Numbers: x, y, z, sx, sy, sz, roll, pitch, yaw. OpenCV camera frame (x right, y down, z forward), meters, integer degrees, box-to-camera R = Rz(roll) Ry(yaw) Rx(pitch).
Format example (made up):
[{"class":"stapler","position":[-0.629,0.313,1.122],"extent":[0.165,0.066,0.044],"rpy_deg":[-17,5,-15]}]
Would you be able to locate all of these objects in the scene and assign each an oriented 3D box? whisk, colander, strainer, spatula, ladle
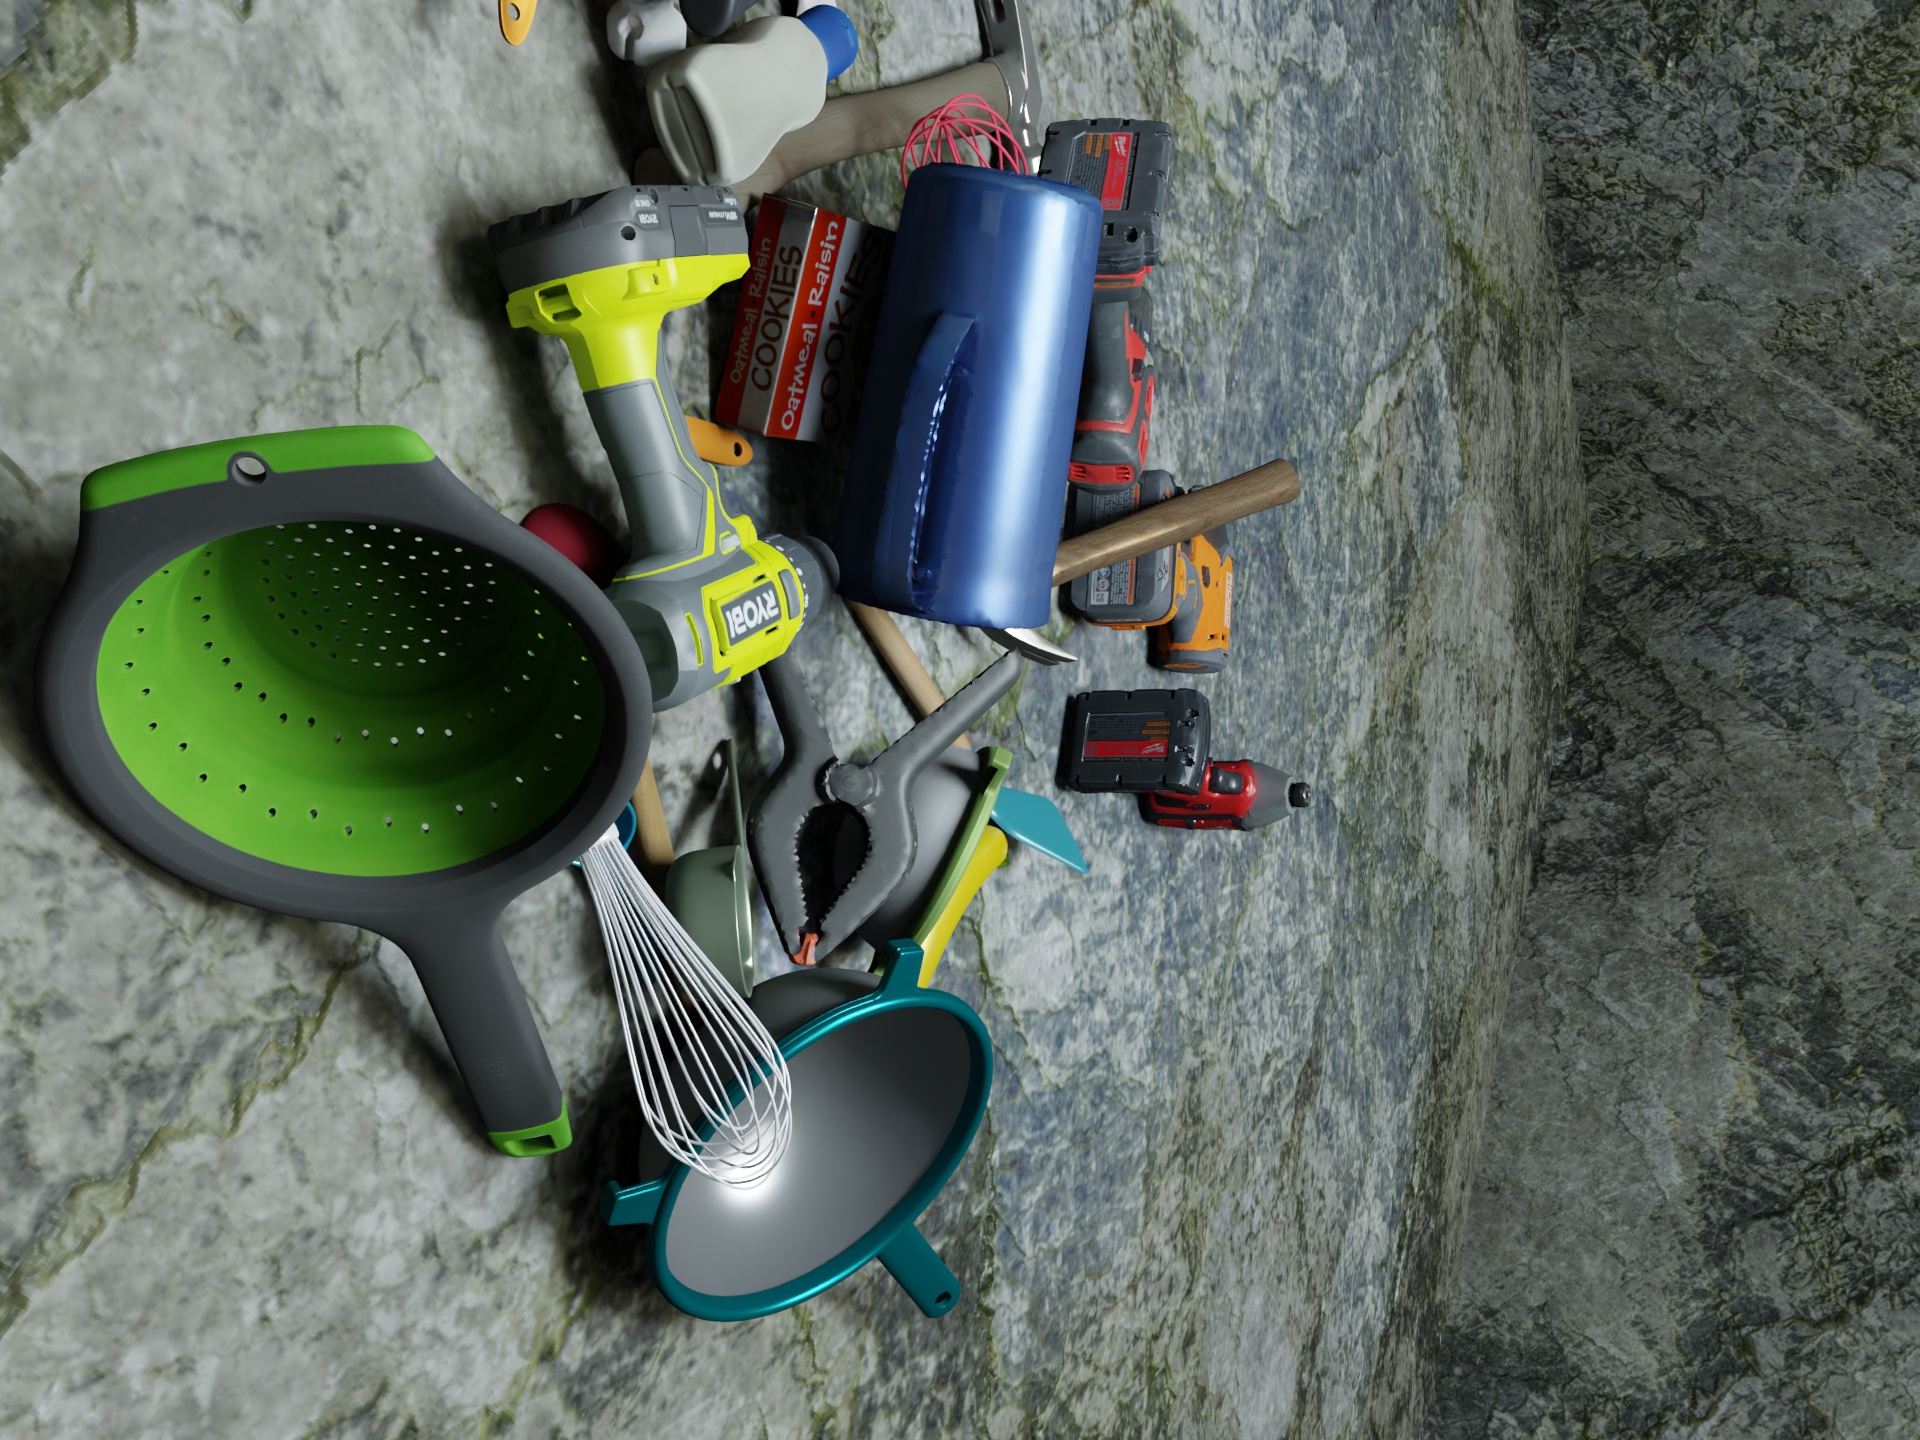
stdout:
[{"class":"whisk","position":[0.023,-0.298,1.024],"extent":[0.295,0.073,0.073],"rpy_deg":[52,47,-70]},{"class":"colander","position":[-0.216,0.035,0.647],"extent":[0.095,0.204,0.396],"rpy_deg":[-106,-171,-47]},{"class":"whisk","position":[-0.152,0.078,0.711],"extent":[0.070,0.070,0.284],"rpy_deg":[-22,84,-57]},{"class":"strainer","position":[-0.075,0.245,0.893],"extent":[0.211,0.095,0.340],"rpy_deg":[-40,141,-14]},{"class":"spatula","position":[-0.002,-0.003,1.058],"extent":[0.317,0.044,0.082],"rpy_deg":[57,6,-41]},{"class":"ladle","position":[-0.163,0.043,0.808],"extent":[0.069,0.031,0.315],"rpy_deg":[-41,128,-52]},{"class":"strainer","position":[-0.061,0.116,0.952],"extent":[0.256,0.069,0.151],"rpy_deg":[-62,-172,-9]}]

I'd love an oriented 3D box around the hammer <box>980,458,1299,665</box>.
[{"class":"hammer","position":[0.133,-0.134,1.158],"extent":[0.331,0.031,0.130],"rpy_deg":[-23,99,-35]}]

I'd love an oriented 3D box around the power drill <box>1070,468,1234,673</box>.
[{"class":"power drill","position":[0.168,-0.135,1.308],"extent":[0.226,0.084,0.164],"rpy_deg":[18,74,-62]}]

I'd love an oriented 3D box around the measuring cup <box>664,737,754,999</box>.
[{"class":"measuring cup","position":[-0.131,0.070,0.823],"extent":[0.168,0.038,0.083],"rpy_deg":[-101,-174,-46]}]

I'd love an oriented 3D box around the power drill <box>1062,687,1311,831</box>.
[{"class":"power drill","position":[0.187,0.042,1.289],"extent":[0.219,0.143,0.079],"rpy_deg":[28,66,-54]}]

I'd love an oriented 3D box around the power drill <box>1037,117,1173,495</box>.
[{"class":"power drill","position":[0.100,-0.288,1.062],"extent":[0.226,0.080,0.188],"rpy_deg":[79,19,-56]}]

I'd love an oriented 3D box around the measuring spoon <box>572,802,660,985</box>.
[{"class":"measuring spoon","position":[-0.175,0.083,0.799],"extent":[0.042,0.021,0.128],"rpy_deg":[-23,128,-17]}]

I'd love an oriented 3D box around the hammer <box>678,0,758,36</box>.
[{"class":"hammer","position":[-0.051,-0.449,0.866],"extent":[0.409,0.036,0.149],"rpy_deg":[-62,162,-46]}]

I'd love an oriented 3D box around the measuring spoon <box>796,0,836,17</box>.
[{"class":"measuring spoon","position":[-0.081,-0.416,0.868],"extent":[0.124,0.018,0.034],"rpy_deg":[86,27,-73]}]

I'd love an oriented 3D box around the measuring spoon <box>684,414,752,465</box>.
[{"class":"measuring spoon","position":[-0.144,-0.152,0.838],"extent":[0.116,0.011,0.021],"rpy_deg":[7,86,-59]}]

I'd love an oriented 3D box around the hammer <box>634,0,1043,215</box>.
[{"class":"hammer","position":[-0.057,-0.366,0.949],"extent":[0.411,0.038,0.146],"rpy_deg":[-42,126,-50]}]

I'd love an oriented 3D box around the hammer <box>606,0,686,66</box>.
[{"class":"hammer","position":[-0.083,-0.495,0.847],"extent":[0.143,0.038,0.387],"rpy_deg":[107,8,-49]}]

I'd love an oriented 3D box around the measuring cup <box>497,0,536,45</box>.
[{"class":"measuring cup","position":[-0.201,-0.375,0.687],"extent":[0.095,0.052,0.173],"rpy_deg":[7,87,-60]}]

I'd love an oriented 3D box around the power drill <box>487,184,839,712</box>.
[{"class":"power drill","position":[-0.130,-0.133,0.770],"extent":[0.190,0.080,0.228],"rpy_deg":[-40,120,-62]}]
